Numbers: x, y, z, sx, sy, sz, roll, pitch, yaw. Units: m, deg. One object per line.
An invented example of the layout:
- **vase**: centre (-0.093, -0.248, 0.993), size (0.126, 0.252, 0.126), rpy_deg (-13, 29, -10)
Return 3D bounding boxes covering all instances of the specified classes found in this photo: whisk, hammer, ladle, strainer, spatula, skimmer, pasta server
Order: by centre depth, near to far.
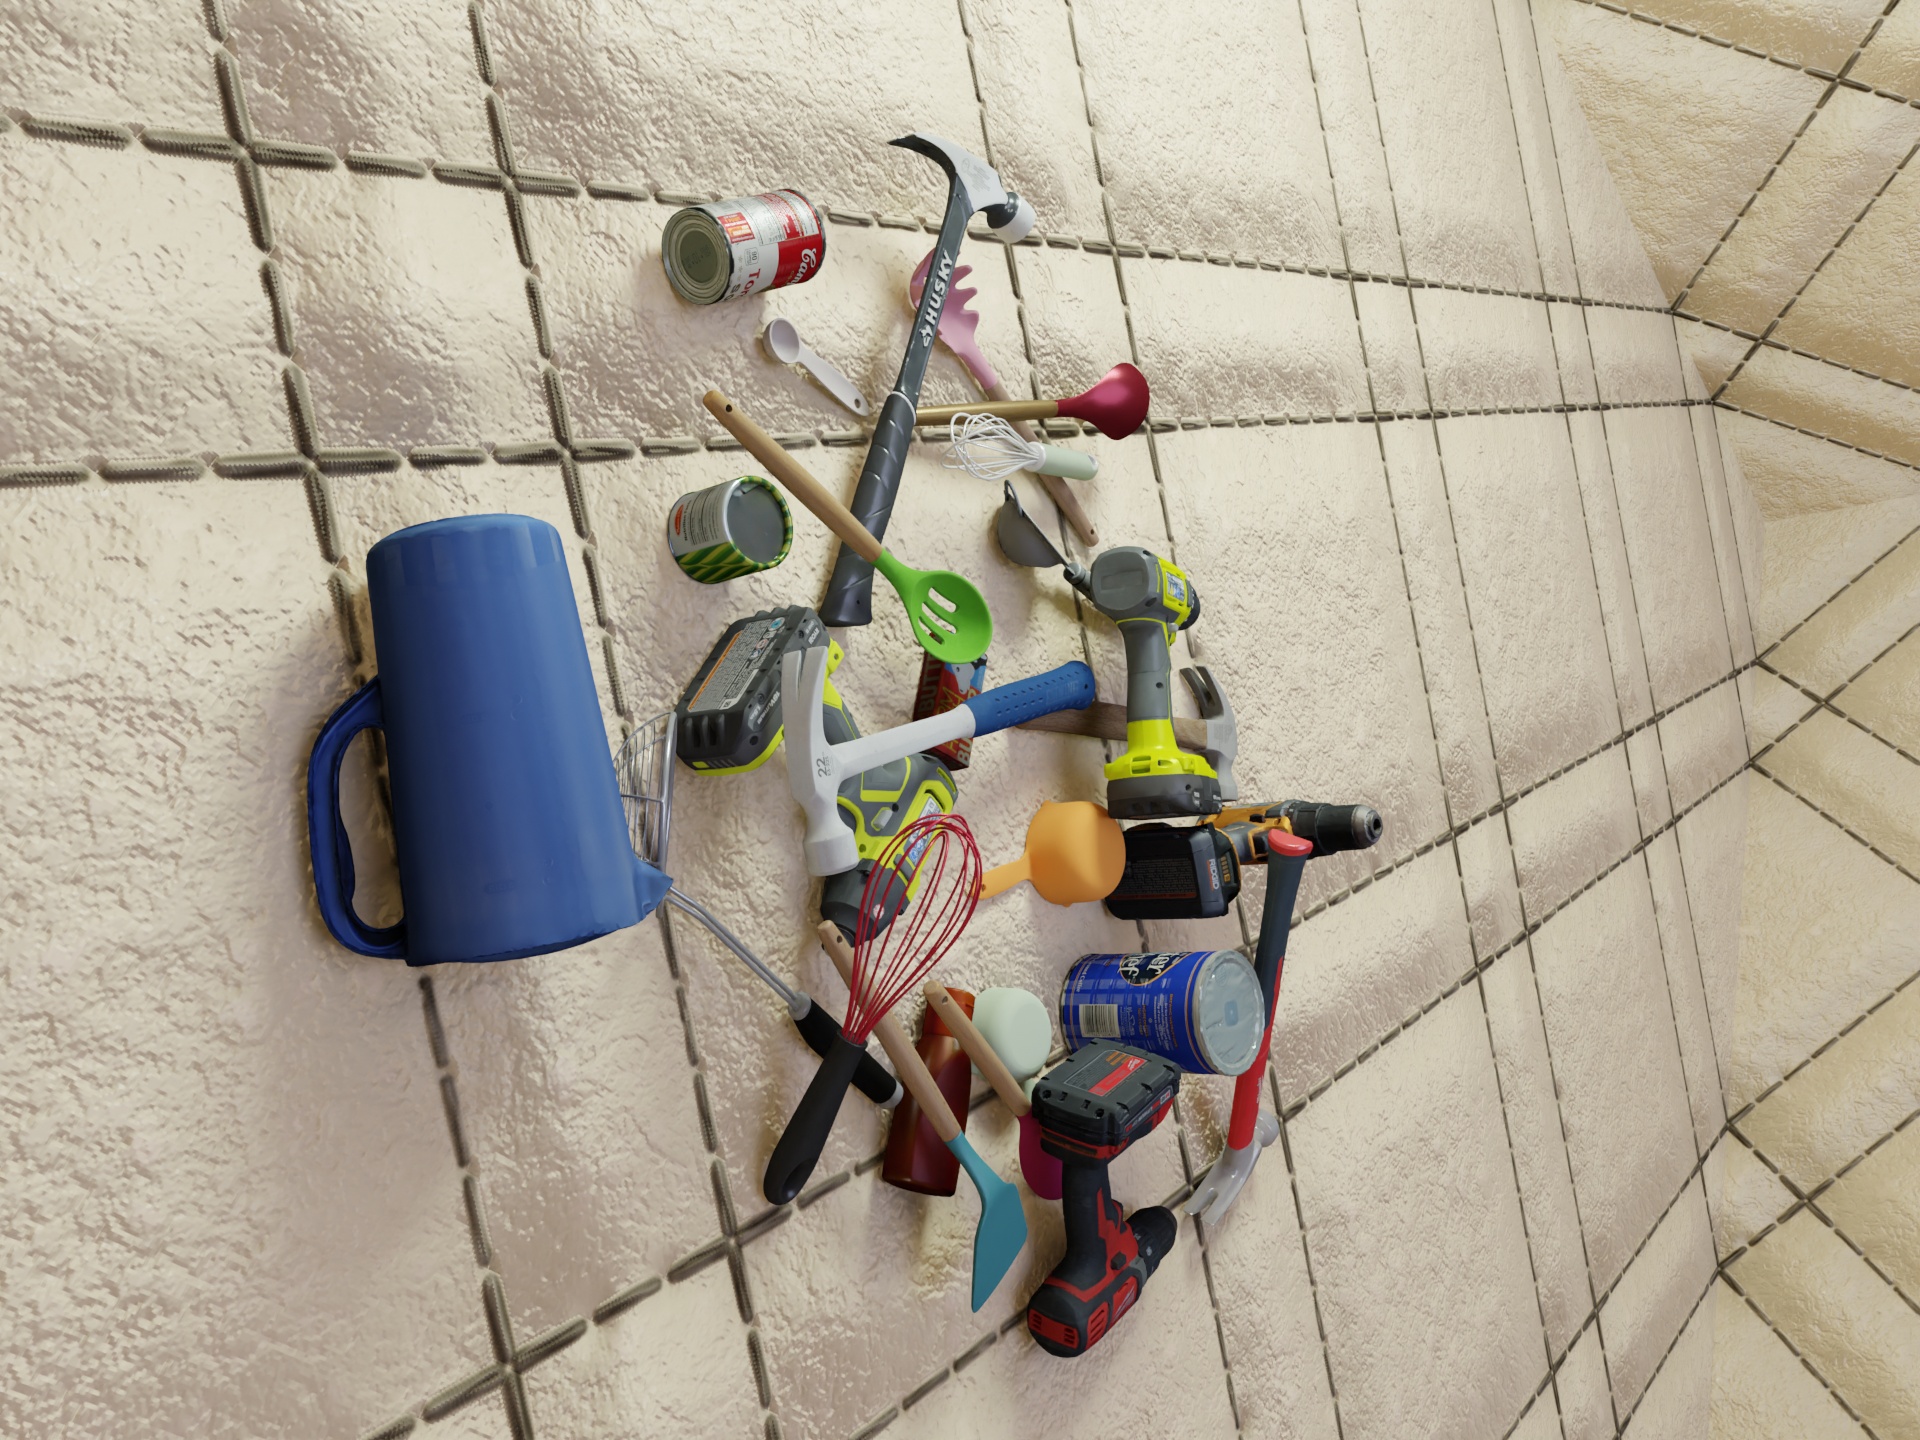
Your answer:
- **whisk**: centre (-0.063, 0.195, 1.061), size (0.073, 0.073, 0.296), rpy_deg (18, 100, -47)
- **skimmer**: centre (-0.119, 0.145, 1.062), size (0.362, 0.090, 0.127), rpy_deg (52, 17, -33)
- **spatula**: centre (-0.027, 0.276, 1.130), size (0.082, 0.044, 0.317), rpy_deg (-43, 110, -45)
- **hammer**: centre (-0.002, -0.004, 1.175), size (0.405, 0.035, 0.144), rpy_deg (-18, 99, -59)
- **hammer**: centre (-0.043, -0.260, 1.226), size (0.149, 0.036, 0.409), rpy_deg (29, 71, -44)
- **whisk**: centre (0.056, -0.219, 1.318), size (0.246, 0.059, 0.058), rpy_deg (-6, 67, -60)
- **ladle**: centre (0.059, -0.265, 1.353), size (0.315, 0.031, 0.069), rpy_deg (-13, 111, -40)
- **pasta server**: centre (0.045, -0.269, 1.373), size (0.060, 0.040, 0.316), rpy_deg (-54, 125, -25)
- **hammer**: centre (0.257, 0.268, 1.395), size (0.143, 0.038, 0.386), rpy_deg (-37, 138, -46)
- **strainer**: centre (0.095, -0.131, 1.404), size (0.258, 0.050, 0.087), rpy_deg (34, 15, -47)
- **hammer**: centre (0.158, 0.002, 1.460), size (0.331, 0.031, 0.130), rpy_deg (8, 77, -48)

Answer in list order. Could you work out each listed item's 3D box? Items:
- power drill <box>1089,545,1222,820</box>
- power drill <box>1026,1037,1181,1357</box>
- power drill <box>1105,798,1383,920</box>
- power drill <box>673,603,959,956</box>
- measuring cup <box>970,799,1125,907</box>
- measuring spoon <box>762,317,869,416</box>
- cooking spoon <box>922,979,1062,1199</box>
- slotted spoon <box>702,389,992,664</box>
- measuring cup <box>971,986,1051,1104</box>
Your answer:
- **power drill**: centre (0.176, -0.030, 1.391), size (0.190, 0.080, 0.228), rpy_deg (11, 74, -66)
- **power drill**: centre (0.126, 0.378, 1.290), size (0.188, 0.080, 0.226), rpy_deg (-20, 116, -52)
- **power drill**: centre (0.257, 0.118, 1.440), size (0.226, 0.185, 0.084), rpy_deg (-13, 94, -47)
- **power drill**: centre (-0.098, 0.045, 1.119), size (0.223, 0.080, 0.171), rpy_deg (55, 46, -32)
- **measuring cup**: centre (0.077, 0.120, 1.325), size (0.173, 0.052, 0.095), rpy_deg (-17, 96, -52)
- **measuring spoon**: centre (-0.111, -0.263, 1.210), size (0.124, 0.018, 0.034), rpy_deg (33, 57, -50)
- **cooking spoon**: centre (0.038, 0.287, 1.224), size (0.069, 0.017, 0.318), rpy_deg (-53, 137, -22)
- **slotted spoon**: centre (-0.077, -0.137, 1.148), size (0.313, 0.031, 0.070), rpy_deg (41, 63, -41)
- **measuring cup**: centre (0.062, 0.288, 1.287), size (0.083, 0.038, 0.167), rpy_deg (-50, 119, -42)
